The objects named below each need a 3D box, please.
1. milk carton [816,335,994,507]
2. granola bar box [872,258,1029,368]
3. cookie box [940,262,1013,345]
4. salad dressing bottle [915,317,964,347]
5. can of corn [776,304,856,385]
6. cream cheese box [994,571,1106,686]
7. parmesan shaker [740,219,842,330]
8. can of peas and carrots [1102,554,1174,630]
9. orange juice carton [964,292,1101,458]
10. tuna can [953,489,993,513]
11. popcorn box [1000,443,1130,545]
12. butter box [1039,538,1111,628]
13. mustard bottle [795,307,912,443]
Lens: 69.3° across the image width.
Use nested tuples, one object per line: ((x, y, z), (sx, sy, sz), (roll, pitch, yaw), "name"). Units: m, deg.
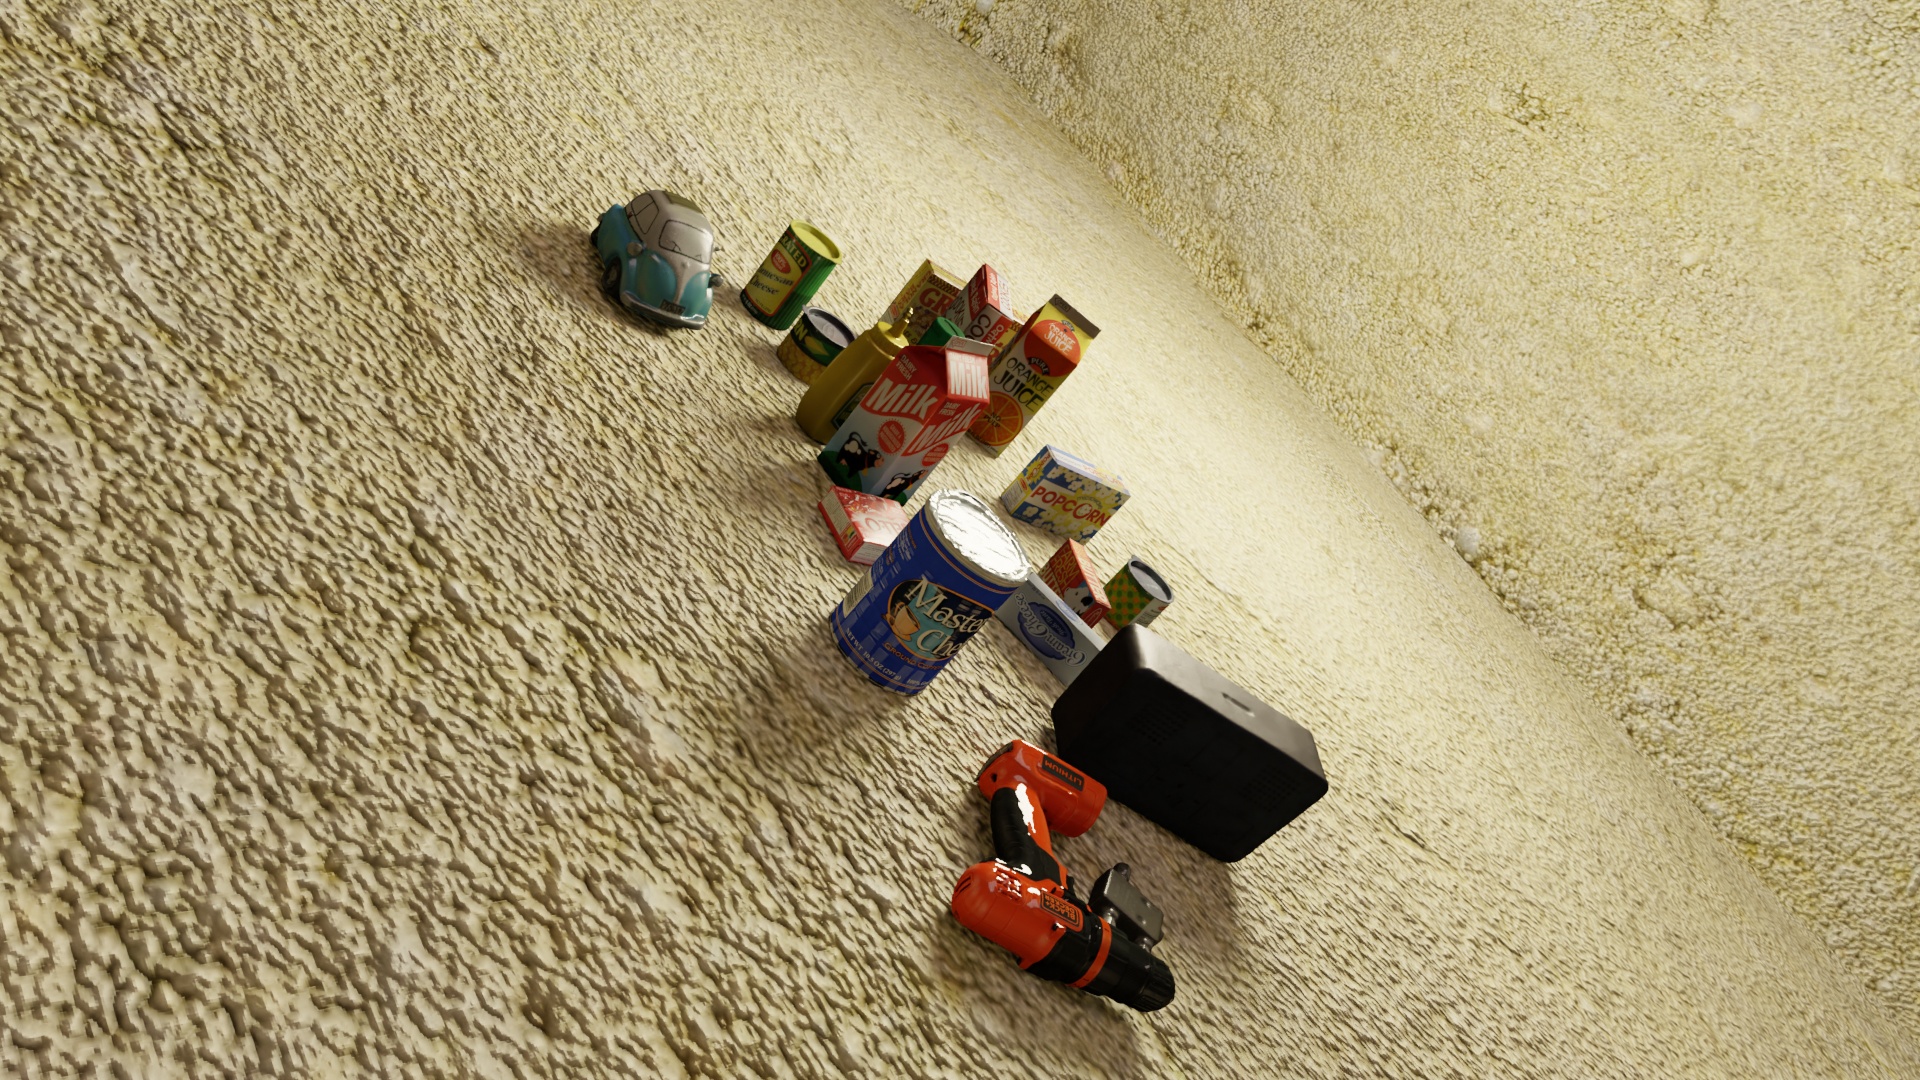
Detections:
((-0.044, -0.118, 1.312), (0.073, 0.190, 0.072), (52, 26, 23), "milk carton")
((-0.010, -0.248, 1.666), (0.165, 0.123, 0.039), (24, 29, -34), "granola bar box")
((-0.008, -0.220, 1.568), (0.040, 0.167, 0.123), (33, 25, -19), "cookie box")
((-0.053, -0.164, 1.429), (0.044, 0.147, 0.064), (10, 39, -51), "salad dressing bottle")
((-0.153, -0.205, 1.461), (0.071, 0.058, 0.071), (33, 25, -18), "can of corn")
((0.085, 0.085, 1.327), (0.104, 0.053, 0.024), (45, 24, 8), "cream cheese box")
((-0.182, -0.283, 1.496), (0.071, 0.102, 0.071), (33, 25, -18), "parmesan shaker")
((0.188, 0.061, 1.515), (0.071, 0.058, 0.071), (33, 25, -18), "can of peas and carrots")
((0.078, -0.196, 1.623), (0.072, 0.192, 0.073), (37, 24, -10), "orange juice carton")
((0.005, -0.018, 1.408), (0.071, 0.032, 0.071), (33, 25, -18), "tuna can")
((0.119, -0.051, 1.570), (0.126, 0.085, 0.038), (20, 31, -39), "popcorn box")
((0.117, 0.050, 1.435), (0.024, 0.053, 0.104), (26, 28, -31), "butter box")
((-0.095, -0.164, 1.351), (0.049, 0.159, 0.065), (51, 25, 22), "mustard bottle")
